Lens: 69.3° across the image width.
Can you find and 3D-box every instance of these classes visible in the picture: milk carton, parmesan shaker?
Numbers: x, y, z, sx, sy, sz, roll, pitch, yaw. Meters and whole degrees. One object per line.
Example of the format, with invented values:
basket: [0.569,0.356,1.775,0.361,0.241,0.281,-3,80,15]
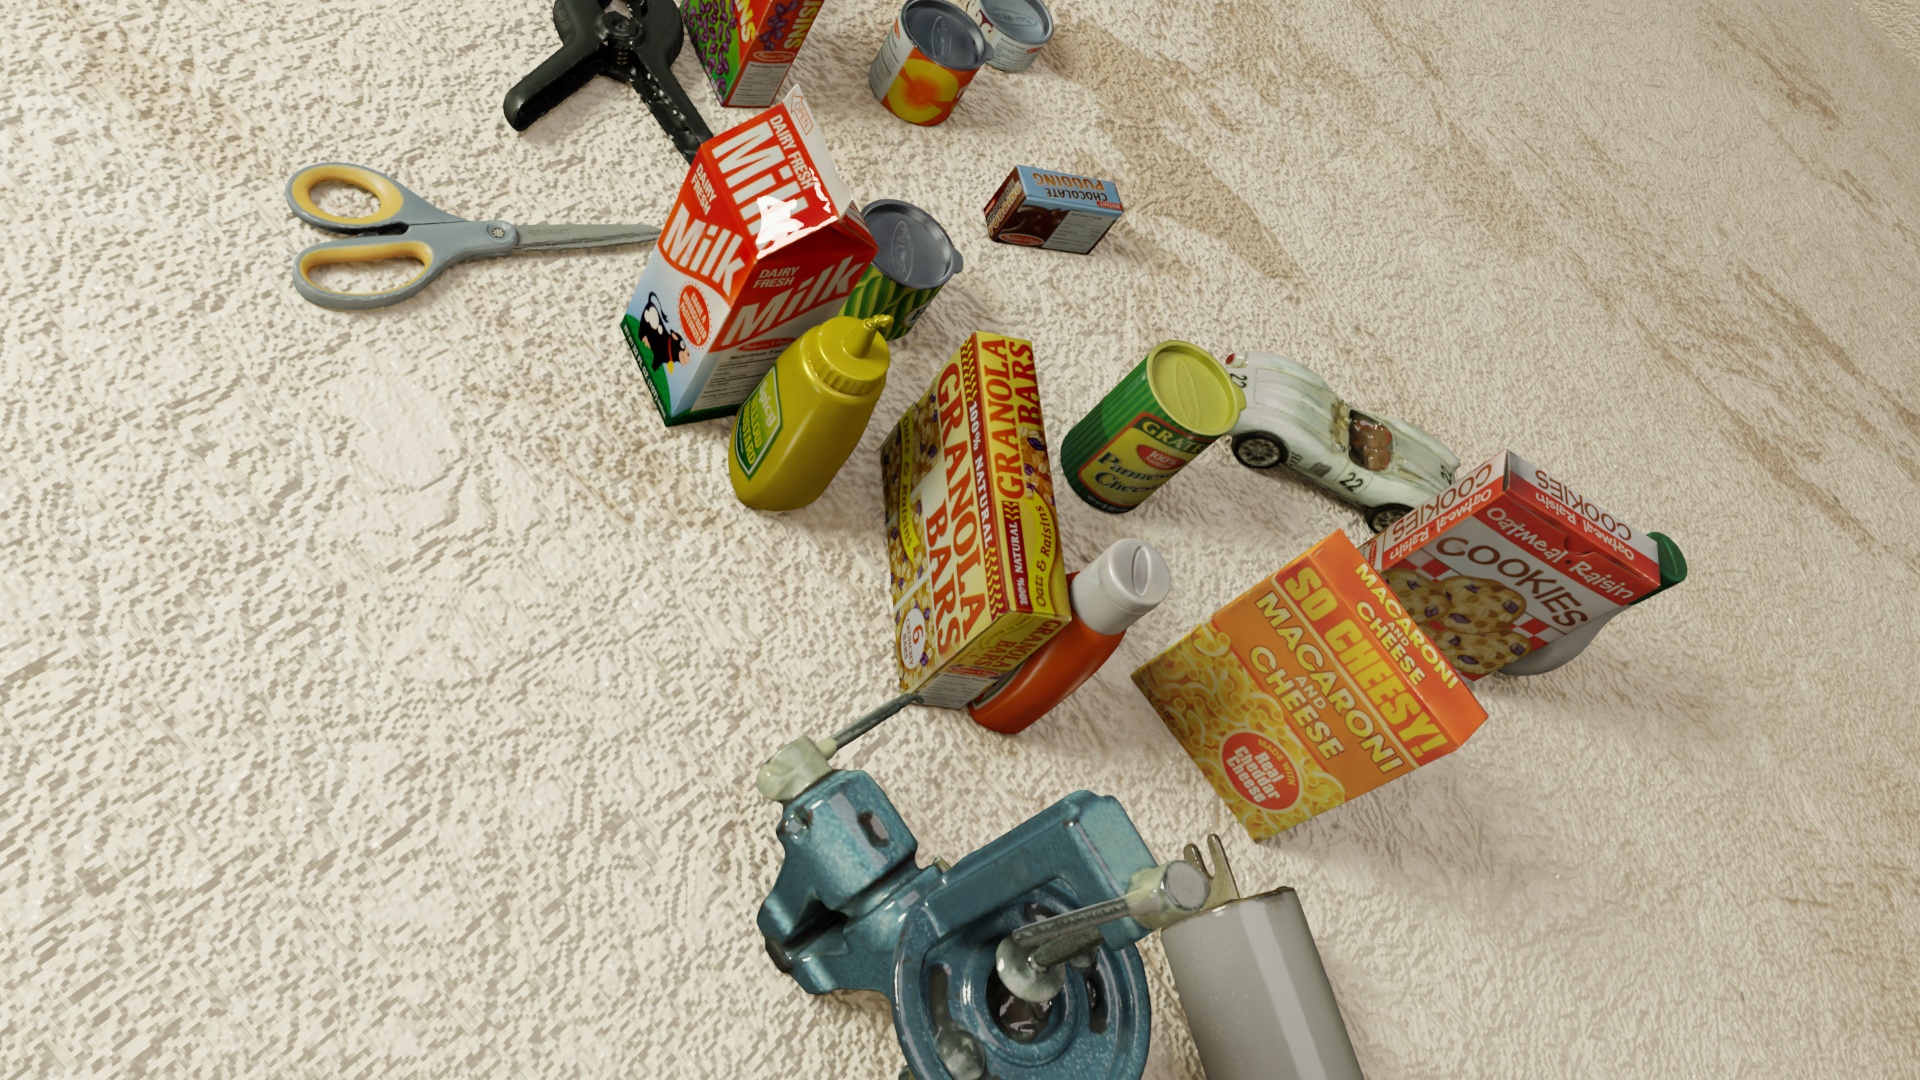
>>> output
milk carton: [-0.106,-0.141,0.713,0.074,0.189,0.072,-14,71,-36]
parmesan shaker: [0.117,-0.067,0.856,0.071,0.102,0.071,15,56,-23]

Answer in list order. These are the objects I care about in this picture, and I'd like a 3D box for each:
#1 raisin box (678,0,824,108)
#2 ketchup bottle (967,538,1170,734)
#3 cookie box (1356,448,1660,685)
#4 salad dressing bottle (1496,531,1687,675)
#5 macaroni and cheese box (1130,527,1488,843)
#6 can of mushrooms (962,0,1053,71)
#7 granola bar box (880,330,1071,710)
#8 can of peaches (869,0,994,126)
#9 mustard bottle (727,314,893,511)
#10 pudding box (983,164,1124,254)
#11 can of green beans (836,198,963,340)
raisin box: [-0.127,-0.344,0.865,0.040,0.122,0.086,-11,69,-35]
ketchup bottle: [0.054,0.047,0.721,0.043,0.148,0.065,20,54,-19]
cookie box: [0.333,0.024,0.887,0.123,0.166,0.040,28,52,-13]
salad dressing bottle: [0.416,0.043,0.936,0.044,0.147,0.064,11,58,-25]
macaroni and cheese box: [0.185,0.084,0.765,0.040,0.165,0.124,-31,81,-39]
can of mushrooms: [0.033,-0.390,1.044,0.071,0.033,0.071,14,56,-23]
granola bar box: [0.003,-0.009,0.741,0.039,0.123,0.166,9,59,-26]
can of peaches: [-0.021,-0.330,0.961,0.071,0.057,0.071,14,56,-23]
mustard bottle: [-0.074,-0.073,0.711,0.049,0.159,0.065,4,61,-29]
pudding box: [0.064,-0.227,0.955,0.084,0.049,0.030,1,63,-30]
can of green beans: [-0.045,-0.164,0.849,0.071,0.057,0.071,14,56,-23]
